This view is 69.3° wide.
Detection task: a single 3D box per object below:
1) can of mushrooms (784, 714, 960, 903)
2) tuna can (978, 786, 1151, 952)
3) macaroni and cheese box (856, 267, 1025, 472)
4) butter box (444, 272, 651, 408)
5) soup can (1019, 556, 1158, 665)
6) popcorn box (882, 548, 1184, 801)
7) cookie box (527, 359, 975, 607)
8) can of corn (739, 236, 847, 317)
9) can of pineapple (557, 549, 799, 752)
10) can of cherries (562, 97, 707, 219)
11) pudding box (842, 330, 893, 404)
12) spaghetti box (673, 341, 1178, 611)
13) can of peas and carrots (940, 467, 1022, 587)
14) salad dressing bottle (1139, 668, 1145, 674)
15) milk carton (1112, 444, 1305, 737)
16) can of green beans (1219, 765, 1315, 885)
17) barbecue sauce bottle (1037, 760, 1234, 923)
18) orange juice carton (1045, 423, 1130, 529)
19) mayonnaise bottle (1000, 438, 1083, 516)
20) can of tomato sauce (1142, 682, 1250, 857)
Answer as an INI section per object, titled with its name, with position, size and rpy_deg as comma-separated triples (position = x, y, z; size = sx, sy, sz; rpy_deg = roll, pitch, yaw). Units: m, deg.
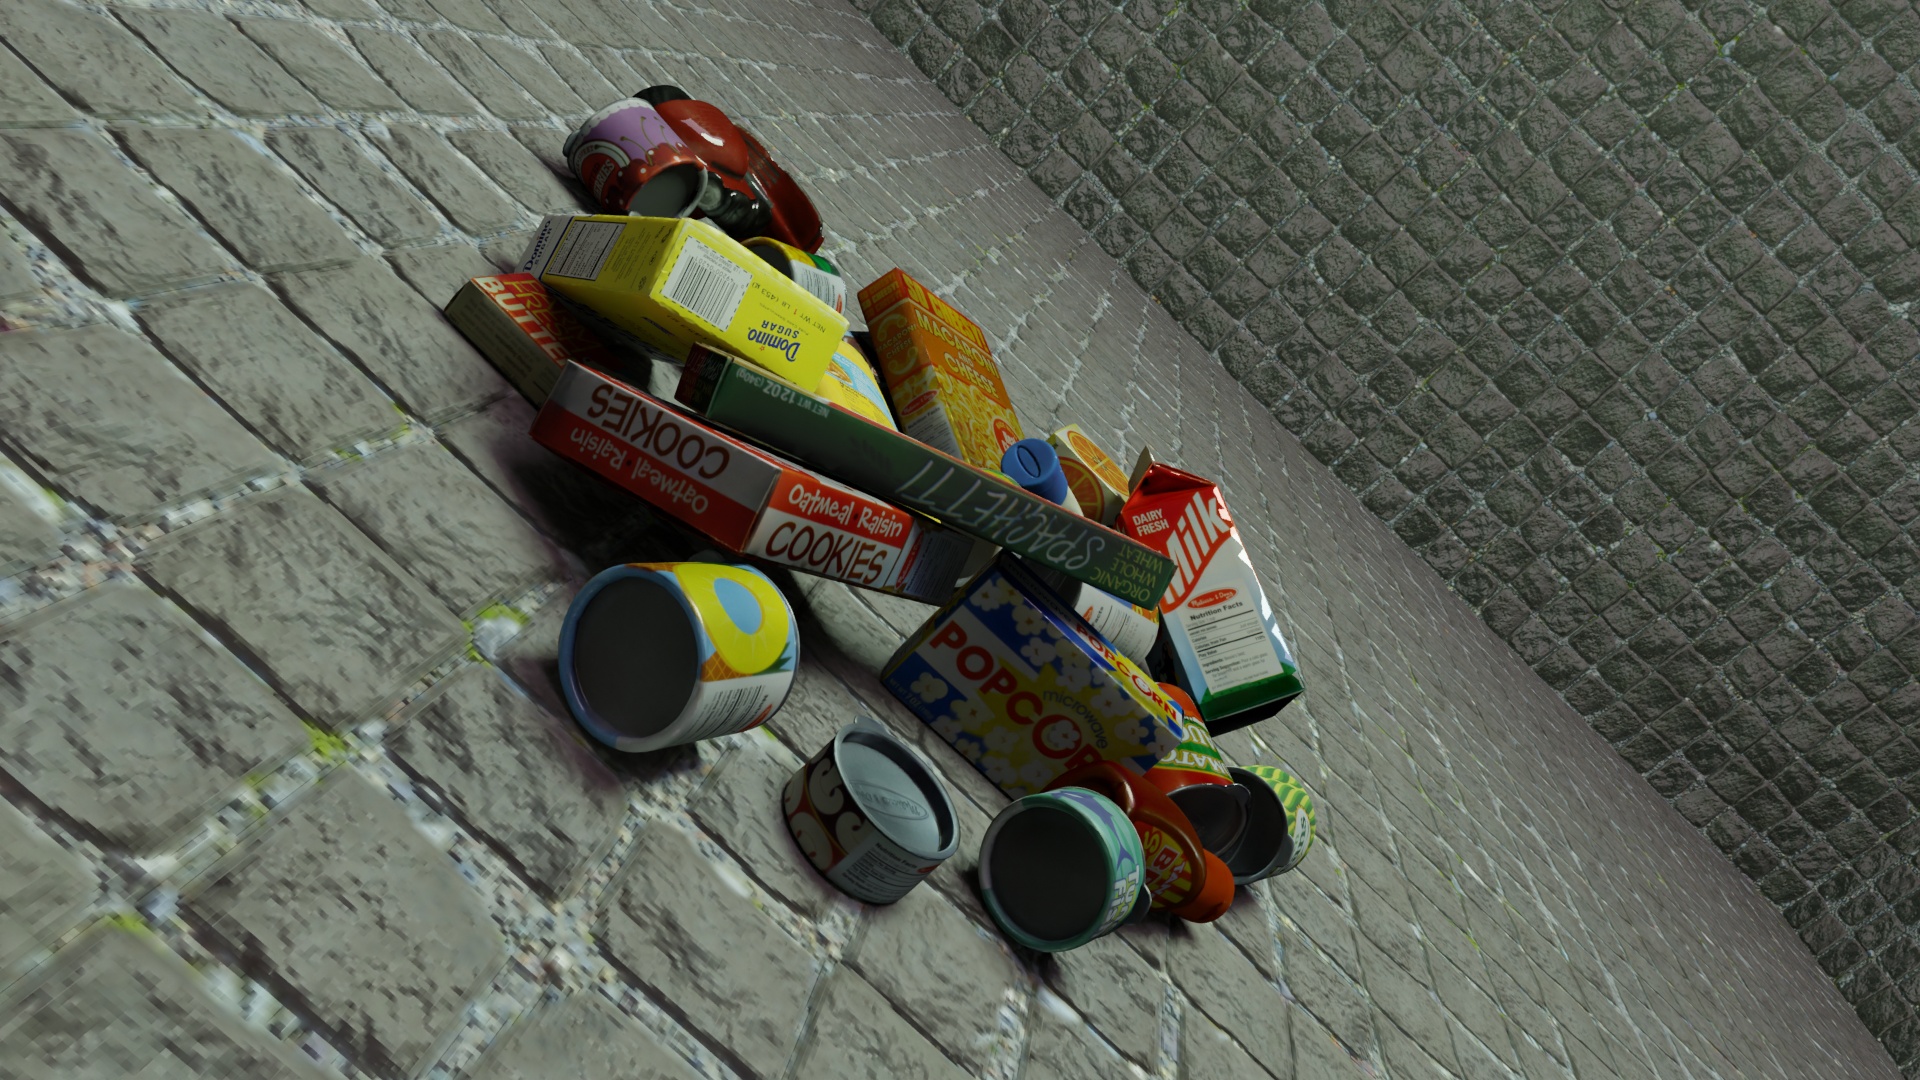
[can of mushrooms]
position = -0.035, 0.106, 0.551
size = 0.071, 0.033, 0.071
rpy_deg = 39, 20, -17
[tuna can]
position = 0.045, 0.141, 0.592
size = 0.071, 0.071, 0.033
rpy_deg = 53, 21, 22
[macaroni and cheese box]
position = -0.004, -0.094, 0.968
size = 0.123, 0.040, 0.167
rpy_deg = 25, 40, -57
[butter box]
position = -0.185, -0.081, 0.646
size = 0.103, 0.024, 0.053
rpy_deg = 45, 19, 0
[soup can]
position = 0.073, 0.041, 0.870
size = 0.083, 0.071, 0.071
rpy_deg = 29, 24, -42
[popcorn box]
position = 0.036, 0.076, 0.685
size = 0.126, 0.085, 0.038
rpy_deg = 43, 19, -7
[cookie box]
position = -0.086, -0.020, 0.612
size = 0.123, 0.040, 0.167
rpy_deg = 26, 3, 28
[can of corn]
position = -0.118, -0.157, 0.890
size = 0.071, 0.071, 0.058
rpy_deg = 52, 19, 19
[can of pineapple]
position = -0.102, 0.039, 0.501
size = 0.071, 0.071, 0.058
rpy_deg = 51, 19, 17
[can of cherries]
position = -0.203, -0.230, 0.866
size = 0.058, 0.071, 0.071
rpy_deg = 49, 19, 12
[pudding box]
position = -0.068, -0.121, 0.973
size = 0.050, 0.030, 0.084
rpy_deg = 48, 19, 6
[spaghetti box]
position = -0.008, -0.025, 0.628
size = 0.250, 0.028, 0.050
rpy_deg = 23, 4, -30
[can of peas and carrots]
position = 0.003, -0.010, 0.830
size = 0.071, 0.070, 0.059
rpy_deg = 48, 19, 8
[salad dressing bottle]
position = 0.062, 0.079, 0.805
size = 0.147, 0.044, 0.064
rpy_deg = 24, 27, -50
[milk carton]
position = 0.152, 0.032, 0.930
size = 0.072, 0.073, 0.191
rpy_deg = 104, -31, -68
[can of green beans]
position = 0.166, 0.164, 0.805
size = 0.071, 0.071, 0.058
rpy_deg = 54, 20, 25
[barbecue sauce bottle]
position = 0.088, 0.153, 0.676
size = 0.148, 0.065, 0.044
rpy_deg = 37, 19, -48
[orange juice carton]
position = 0.120, 0.007, 1.033
size = 0.193, 0.071, 0.073
rpy_deg = 46, 19, 4
[mayonnaise bottle]
position = 0.061, -0.013, 0.916
size = 0.065, 0.041, 0.147
rpy_deg = 60, -1, 33
[can of tomato sauce]
position = 0.113, 0.127, 0.763
size = 0.071, 0.071, 0.083
rpy_deg = 33, 21, -32
